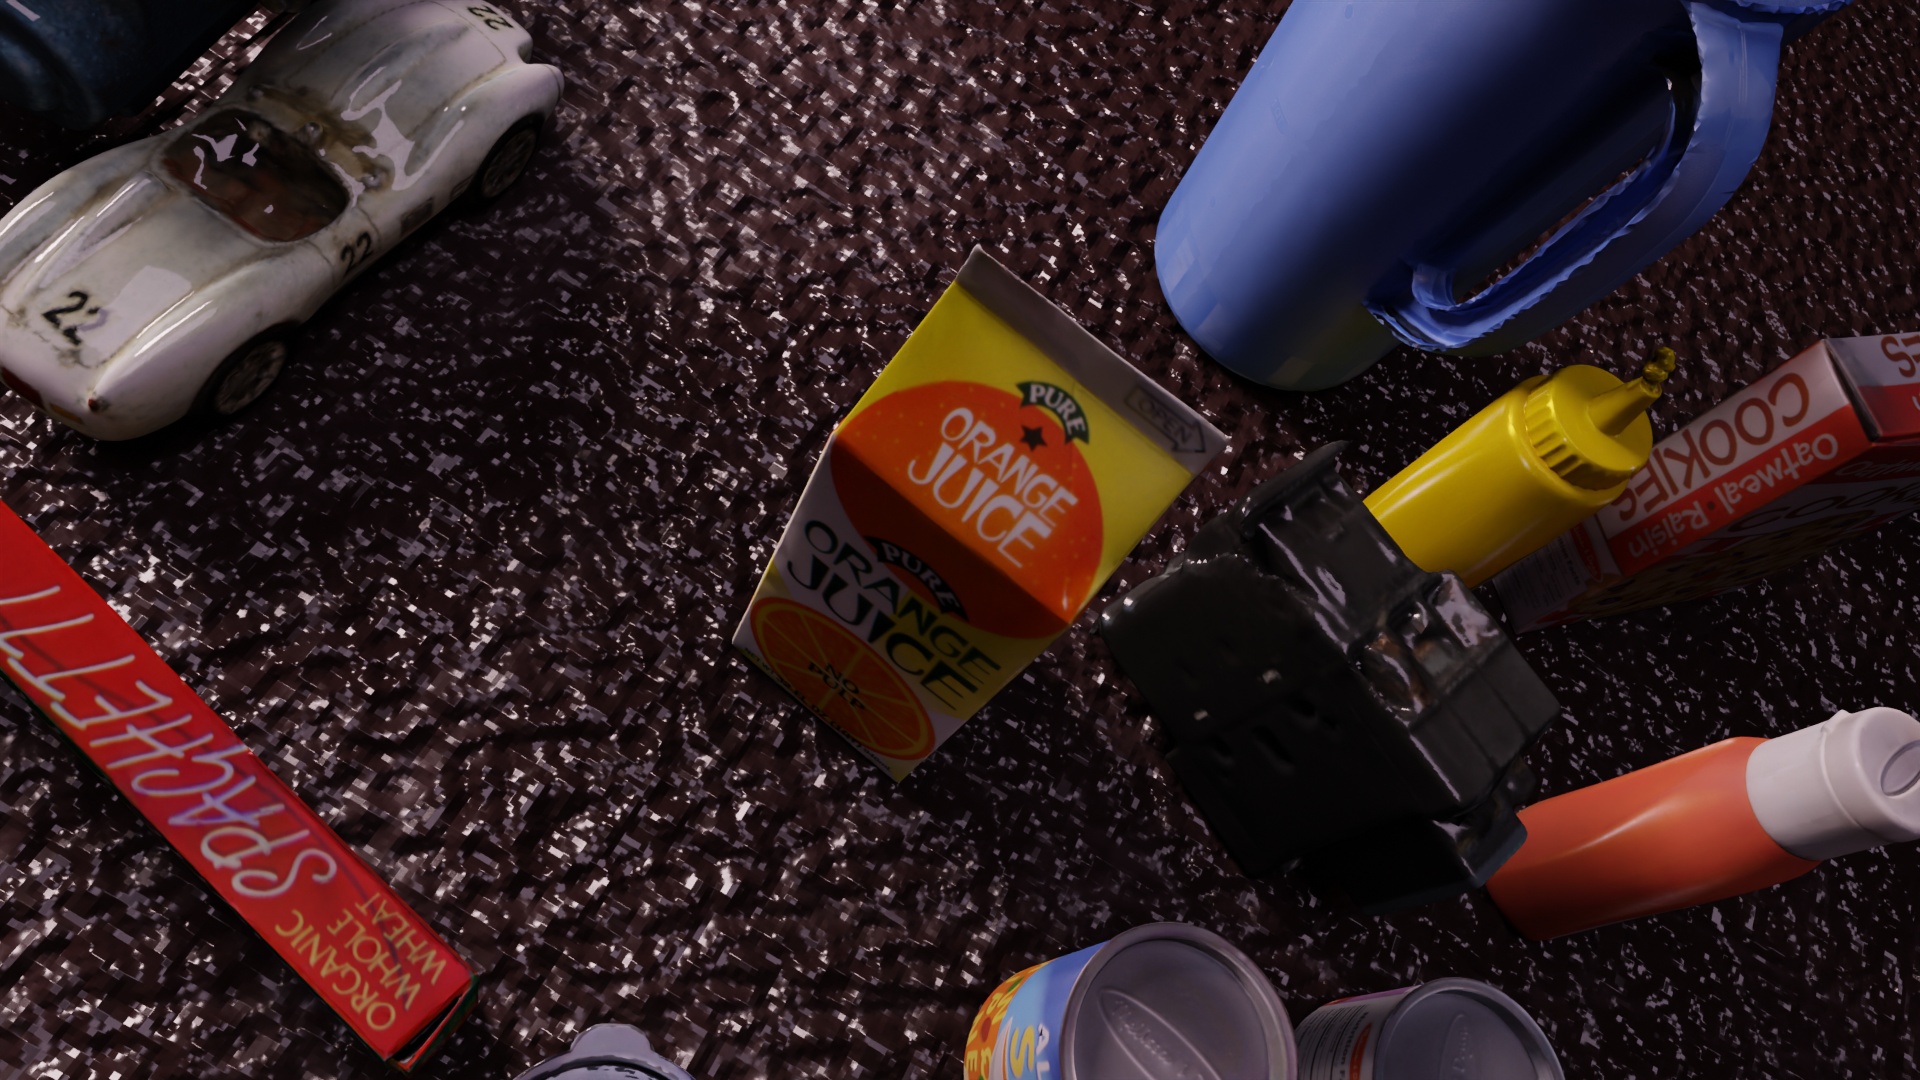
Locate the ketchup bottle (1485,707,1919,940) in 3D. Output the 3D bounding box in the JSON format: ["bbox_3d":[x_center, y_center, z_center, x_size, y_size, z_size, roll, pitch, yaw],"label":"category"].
[{"bbox_3d":[0.236,0.091,0.444,0.065,0.148,0.043,-26,77,-27],"label":"ketchup bottle"}]

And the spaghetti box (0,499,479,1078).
[{"bbox_3d":[-0.221,0.042,0.361,0.250,0.050,0.029,43,60,4],"label":"spaghetti box"}]

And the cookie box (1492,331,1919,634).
[{"bbox_3d":[0.295,-0.018,0.505,0.123,0.166,0.040,-7,69,-22],"label":"cookie box"}]

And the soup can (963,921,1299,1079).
[{"bbox_3d":[0.042,0.148,0.386,0.071,0.083,0.071,8,64,-16],"label":"soup can"}]

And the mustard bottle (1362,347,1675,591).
[{"bbox_3d":[0.181,-0.017,0.468,0.065,0.159,0.049,-36,82,-29],"label":"mustard bottle"}]

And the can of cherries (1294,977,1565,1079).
[{"bbox_3d":[0.142,0.173,0.424,0.071,0.058,0.072,8,64,-16],"label":"can of cherries"}]

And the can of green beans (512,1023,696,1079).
[{"bbox_3d":[-0.093,0.163,0.346,0.071,0.057,0.071,8,64,-16],"label":"can of green beans"}]

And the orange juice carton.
[{"bbox_3d":[0.001,-0.005,0.380,0.072,0.191,0.073,40,60,1],"label":"orange juice carton"}]
